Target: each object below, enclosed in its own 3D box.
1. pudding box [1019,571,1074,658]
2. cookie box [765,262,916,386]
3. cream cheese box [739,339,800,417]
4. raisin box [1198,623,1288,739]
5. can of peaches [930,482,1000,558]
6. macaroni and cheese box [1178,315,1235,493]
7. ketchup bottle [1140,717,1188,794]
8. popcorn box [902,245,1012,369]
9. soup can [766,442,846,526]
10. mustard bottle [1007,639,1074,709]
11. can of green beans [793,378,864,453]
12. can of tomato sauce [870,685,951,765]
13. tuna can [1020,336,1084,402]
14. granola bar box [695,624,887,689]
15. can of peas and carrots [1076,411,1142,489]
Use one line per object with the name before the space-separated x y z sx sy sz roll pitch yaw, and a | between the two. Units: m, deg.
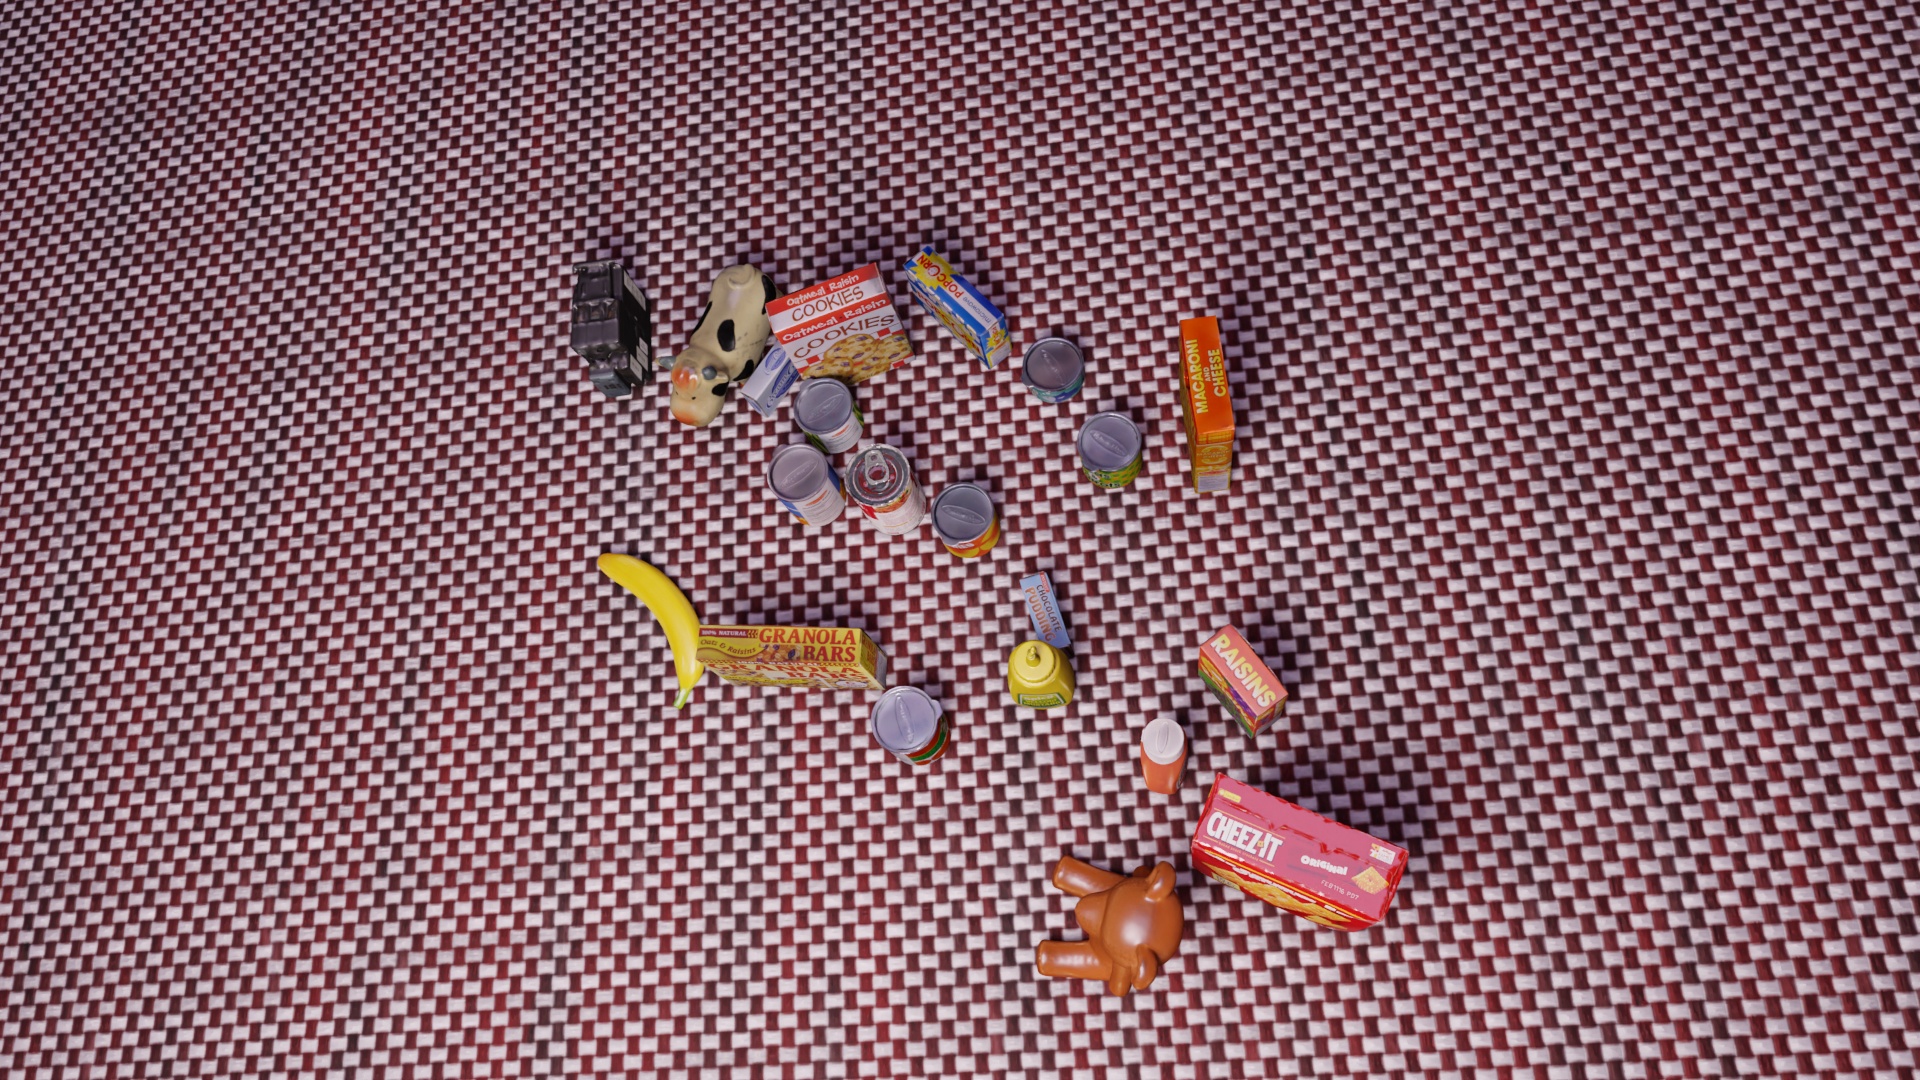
pudding box | 0.088 0.078 1.408 0.030 0.049 0.084 -19 70 3
cookie box | -0.125 -0.222 1.481 0.123 0.167 0.040 -21 70 2
cream cheese box | -0.200 -0.190 1.543 0.024 0.053 0.104 31 79 17
raisin box | 0.267 0.135 1.320 0.040 0.123 0.086 -36 70 -3
can of peaches | 0.005 -0.018 1.449 0.071 0.058 0.071 -3 71 9
macaroni and cheese box | 0.244 -0.132 1.391 0.040 0.166 0.124 -8 71 7
ketchup bottle | 0.190 0.197 1.298 0.043 0.148 0.065 9 74 12
popcorn box | -0.002 -0.253 1.515 0.038 0.085 0.127 -43 70 -6
soup can | -0.164 -0.060 1.477 0.071 0.083 0.071 -3 72 9
mustard bottle | 0.074 0.126 1.335 0.065 0.160 0.049 -4 72 8
can of green beans | -0.143 -0.135 1.513 0.071 0.057 0.071 -3 71 9
can of tomato sauce | -0.046 0.184 1.376 0.071 0.083 0.071 -3 72 9
tuna can | 0.099 -0.183 1.502 0.071 0.032 0.071 -3 71 8
granola bar box | -0.167 0.117 1.397 0.165 0.124 0.039 1 72 10
can of peas and carrots | 0.155 -0.091 1.449 0.071 0.058 0.071 -3 71 9
